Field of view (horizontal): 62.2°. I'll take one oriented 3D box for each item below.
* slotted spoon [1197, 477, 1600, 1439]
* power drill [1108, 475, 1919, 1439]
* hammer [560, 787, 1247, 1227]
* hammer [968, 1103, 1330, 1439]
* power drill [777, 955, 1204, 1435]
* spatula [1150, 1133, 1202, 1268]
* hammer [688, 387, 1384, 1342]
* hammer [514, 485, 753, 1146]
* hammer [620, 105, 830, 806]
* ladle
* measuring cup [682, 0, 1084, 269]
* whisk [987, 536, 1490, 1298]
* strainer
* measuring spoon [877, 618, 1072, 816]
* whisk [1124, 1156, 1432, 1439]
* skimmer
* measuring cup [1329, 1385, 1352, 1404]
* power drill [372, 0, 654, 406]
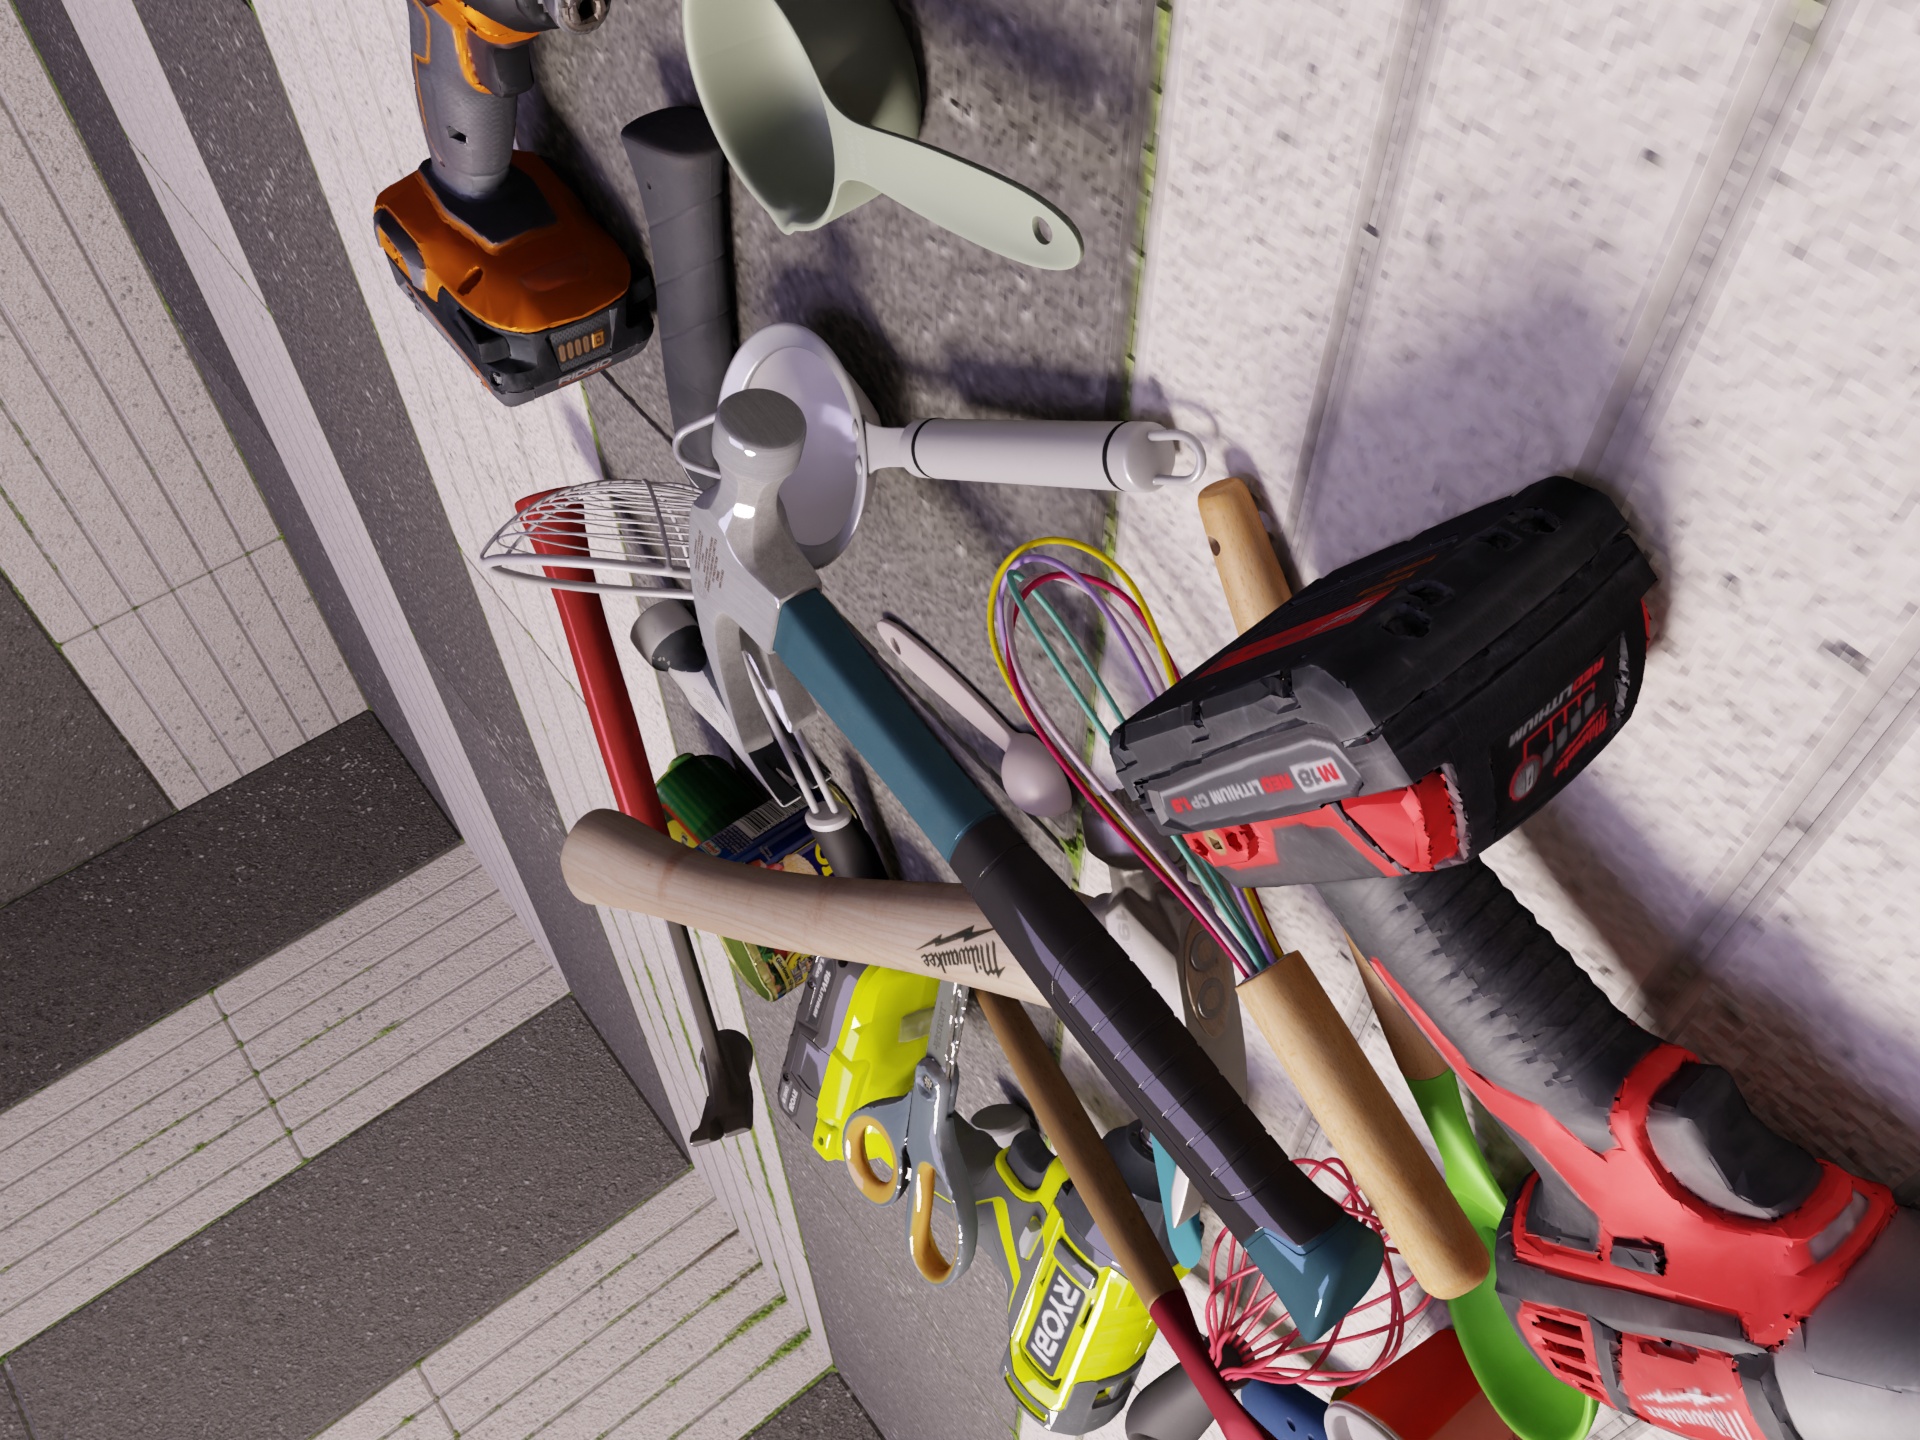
[{"bbox_3d":[0.126,0.077,0.451,0.313,0.031,0.070,67,165,-17],"label":"slotted spoon"},{"bbox_3d":[0.139,0.066,0.346,0.219,0.078,0.143,56,159,-4],"label":"power drill"},{"bbox_3d":[-0.054,0.091,0.667,0.411,0.038,0.146,2,105,49],"label":"hammer"},{"bbox_3d":[0.128,0.302,0.720,0.406,0.035,0.144,12,116,59],"label":"hammer"},{"bbox_3d":[0.015,0.197,0.753,0.223,0.080,0.171,38,123,37],"label":"power drill"},{"bbox_3d":[0.015,0.077,0.661,0.318,0.044,0.082,53,168,19],"label":"spatula"},{"bbox_3d":[0.013,0.048,0.506,0.331,0.033,0.128,50,147,20],"label":"hammer"},{"bbox_3d":[-0.177,0.048,0.872,0.149,0.036,0.359,-161,55,-84],"label":"hammer"},{"bbox_3d":[-0.112,-0.099,0.715,0.149,0.036,0.408,48,157,20],"label":"hammer"},{"bbox_3d":[0.062,0.191,0.576,0.316,0.031,0.069,-123,22,-48],"label":"ladle"},{"bbox_3d":[-0.014,-0.158,0.420,0.168,0.038,0.083,39,152,36],"label":"measuring cup"},{"bbox_3d":[0.078,0.051,0.456,0.245,0.047,0.051,59,-179,11],"label":"whisk"},{"bbox_3d":[-0.013,-0.086,0.510,0.259,0.050,0.087,15,113,52],"label":"strainer"},{"bbox_3d":[-0.001,-0.002,0.629,0.124,0.018,0.034,43,155,34],"label":"measuring spoon"},{"bbox_3d":[0.110,0.245,0.624,0.073,0.073,0.295,48,149,23],"label":"whisk"},{"bbox_3d":[-0.091,0.028,0.727,0.127,0.090,0.362,4,140,23],"label":"skimmer"},{"bbox_3d":[0.184,0.354,0.721,0.062,0.029,0.156,30,134,52],"label":"measuring cup"},{"bbox_3d":[-0.178,-0.235,0.612,0.164,0.084,0.226,47,152,25],"label":"power drill"}]
